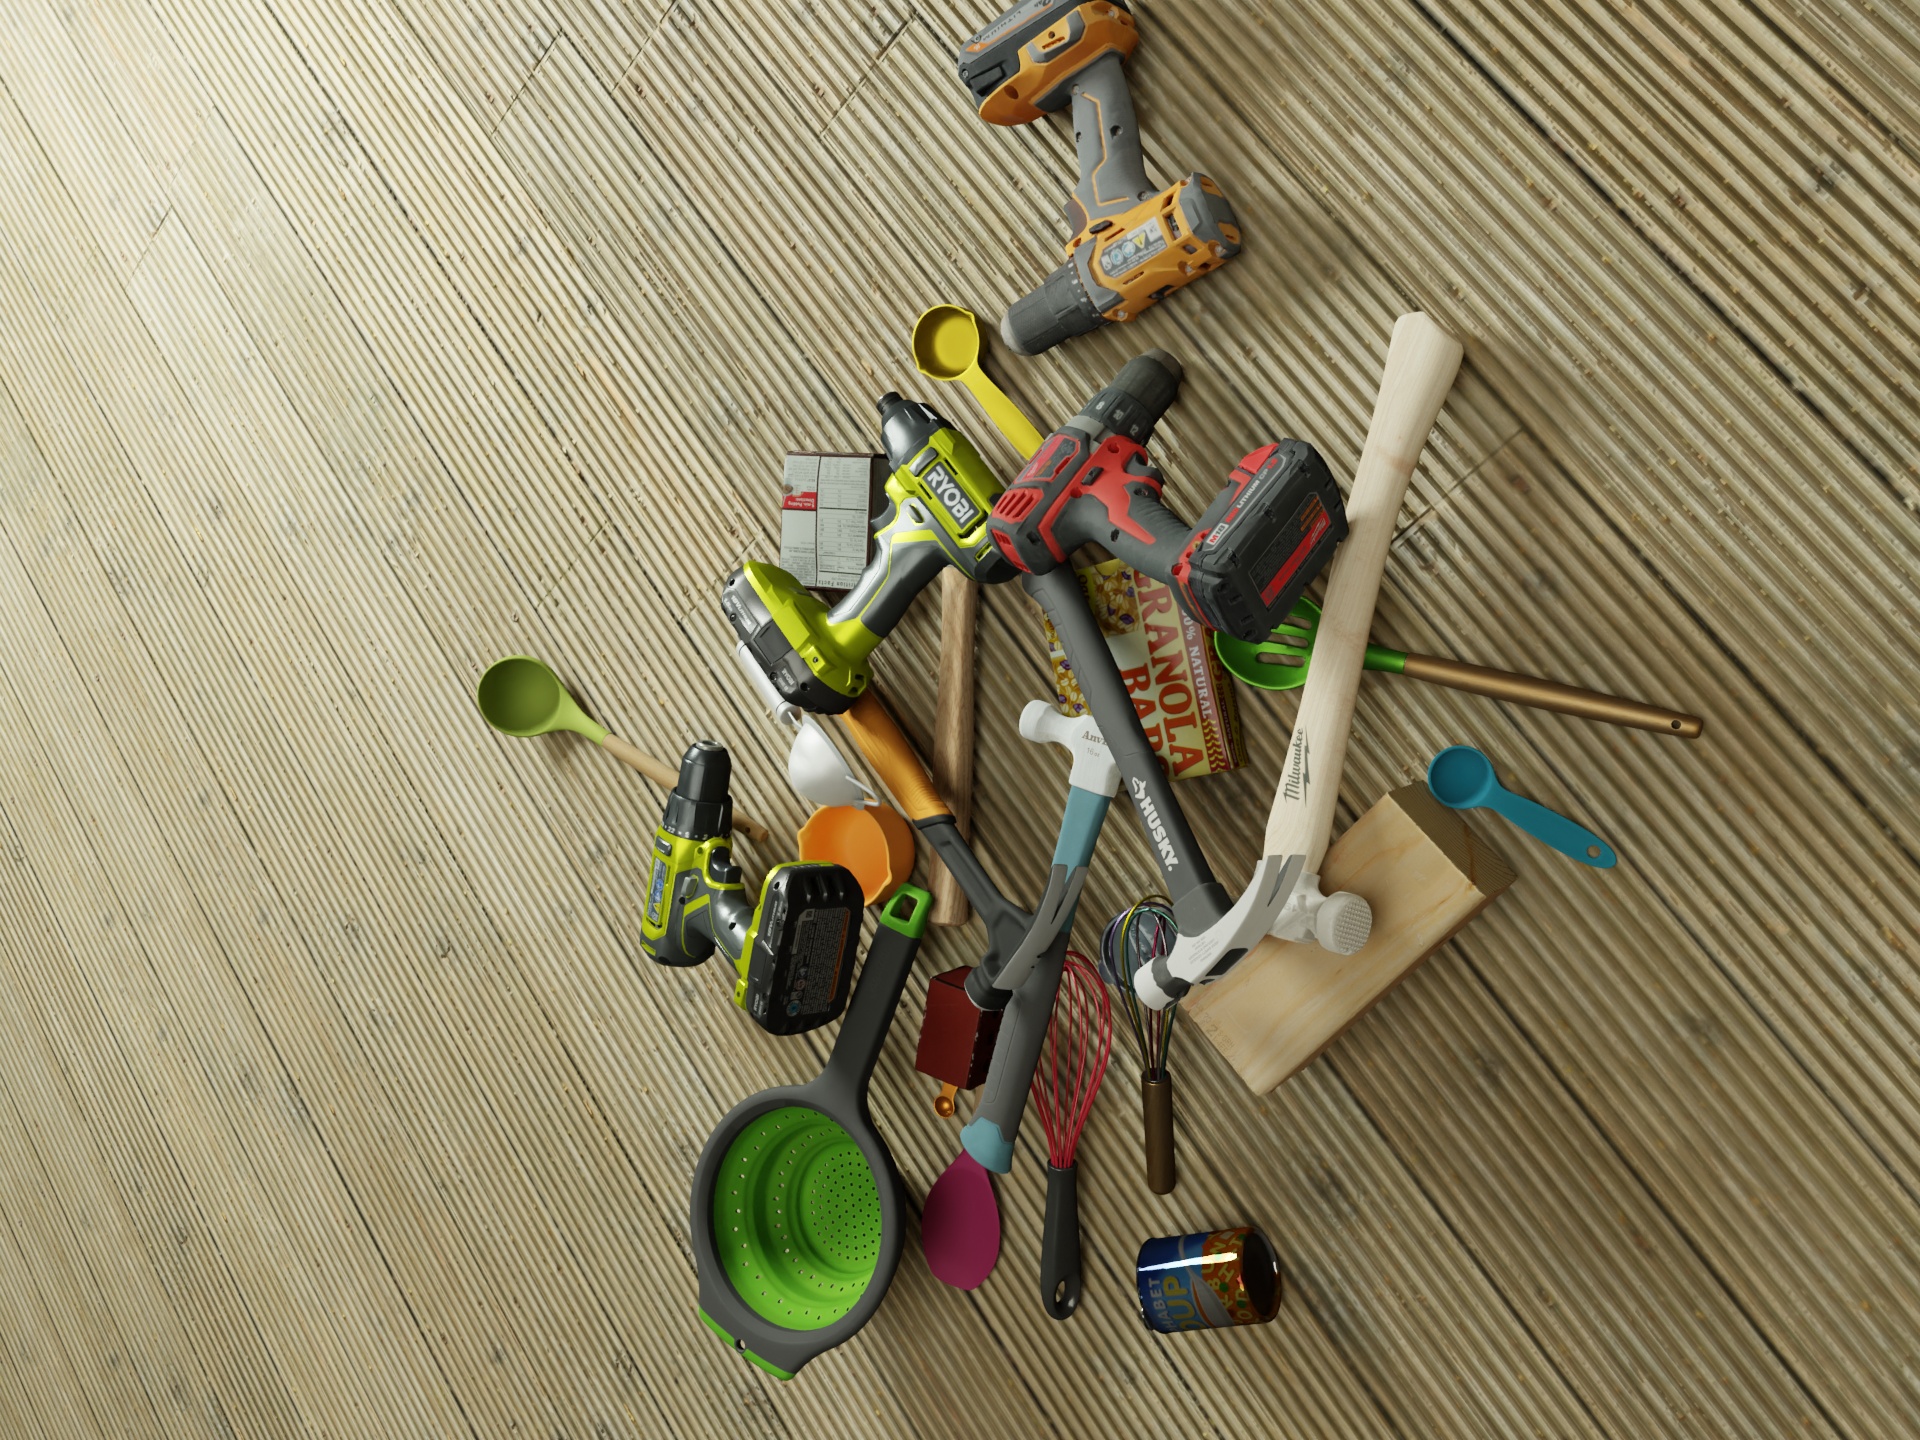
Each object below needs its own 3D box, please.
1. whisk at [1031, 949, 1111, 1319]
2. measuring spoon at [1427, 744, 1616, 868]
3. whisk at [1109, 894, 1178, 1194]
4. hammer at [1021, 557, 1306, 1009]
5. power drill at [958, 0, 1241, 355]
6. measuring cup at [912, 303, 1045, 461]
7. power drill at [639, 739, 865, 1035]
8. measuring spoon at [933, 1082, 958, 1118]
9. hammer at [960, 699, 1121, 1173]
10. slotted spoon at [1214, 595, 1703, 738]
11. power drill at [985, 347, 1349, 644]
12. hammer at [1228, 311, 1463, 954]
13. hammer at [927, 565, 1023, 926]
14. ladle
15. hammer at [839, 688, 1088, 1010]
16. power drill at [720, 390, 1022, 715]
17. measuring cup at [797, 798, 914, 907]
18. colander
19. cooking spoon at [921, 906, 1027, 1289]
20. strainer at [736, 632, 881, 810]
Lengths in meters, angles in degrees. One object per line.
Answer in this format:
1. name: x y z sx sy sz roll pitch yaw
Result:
1. whisk: 0.078 0.315 1.196 0.073 0.073 0.295 7 103 31
2. measuring spoon: 0.364 0.058 1.030 0.129 0.021 0.042 32 107 16
3. whisk: 0.142 0.234 1.132 0.051 0.047 0.244 6 115 27
4. hammer: 0.115 0.012 1.065 0.146 0.035 0.335 -47 52 39
5. power drill: 0.077 -0.388 1.136 0.185 0.084 0.226 -25 85 32
6. measuring cup: 0.025 -0.251 1.212 0.062 0.029 0.156 -42 84 27
7. power drill: -0.176 0.134 1.280 0.229 0.080 0.190 25 109 47
8. measuring spoon: 0.003 0.263 1.267 0.021 0.011 0.117 22 101 27
9. hammer: 0.061 0.160 1.137 0.128 0.033 0.331 18 94 31
10. slotted spoon: 0.318 -0.029 1.043 0.314 0.031 0.070 15 101 28
11. power drill: 0.143 -0.159 1.057 0.227 0.080 0.188 26 73 43
12. hammer: 0.242 -0.063 1.029 0.146 0.038 0.411 10 84 51
13. hammer: -0.002 -0.004 1.237 0.130 0.031 0.331 6 97 31
14. ladle: -0.302 0.031 1.409 0.320 0.062 0.078 28 108 24
15. hammer: -0.027 0.054 1.190 0.337 0.034 0.127 52 122 40
16. power drill: -0.068 -0.126 1.203 0.223 0.080 0.171 -42 70 17
17. measuring cup: -0.090 0.146 1.290 0.095 0.052 0.173 22 106 28
18. colander: -0.084 0.321 1.282 0.205 0.094 0.397 22 94 32
19. cooking spoon: 0.020 0.299 1.253 0.069 0.017 0.319 14 101 23
20. strainer: -0.135 0.000 1.269 0.050 0.086 0.259 -27 43 -11
